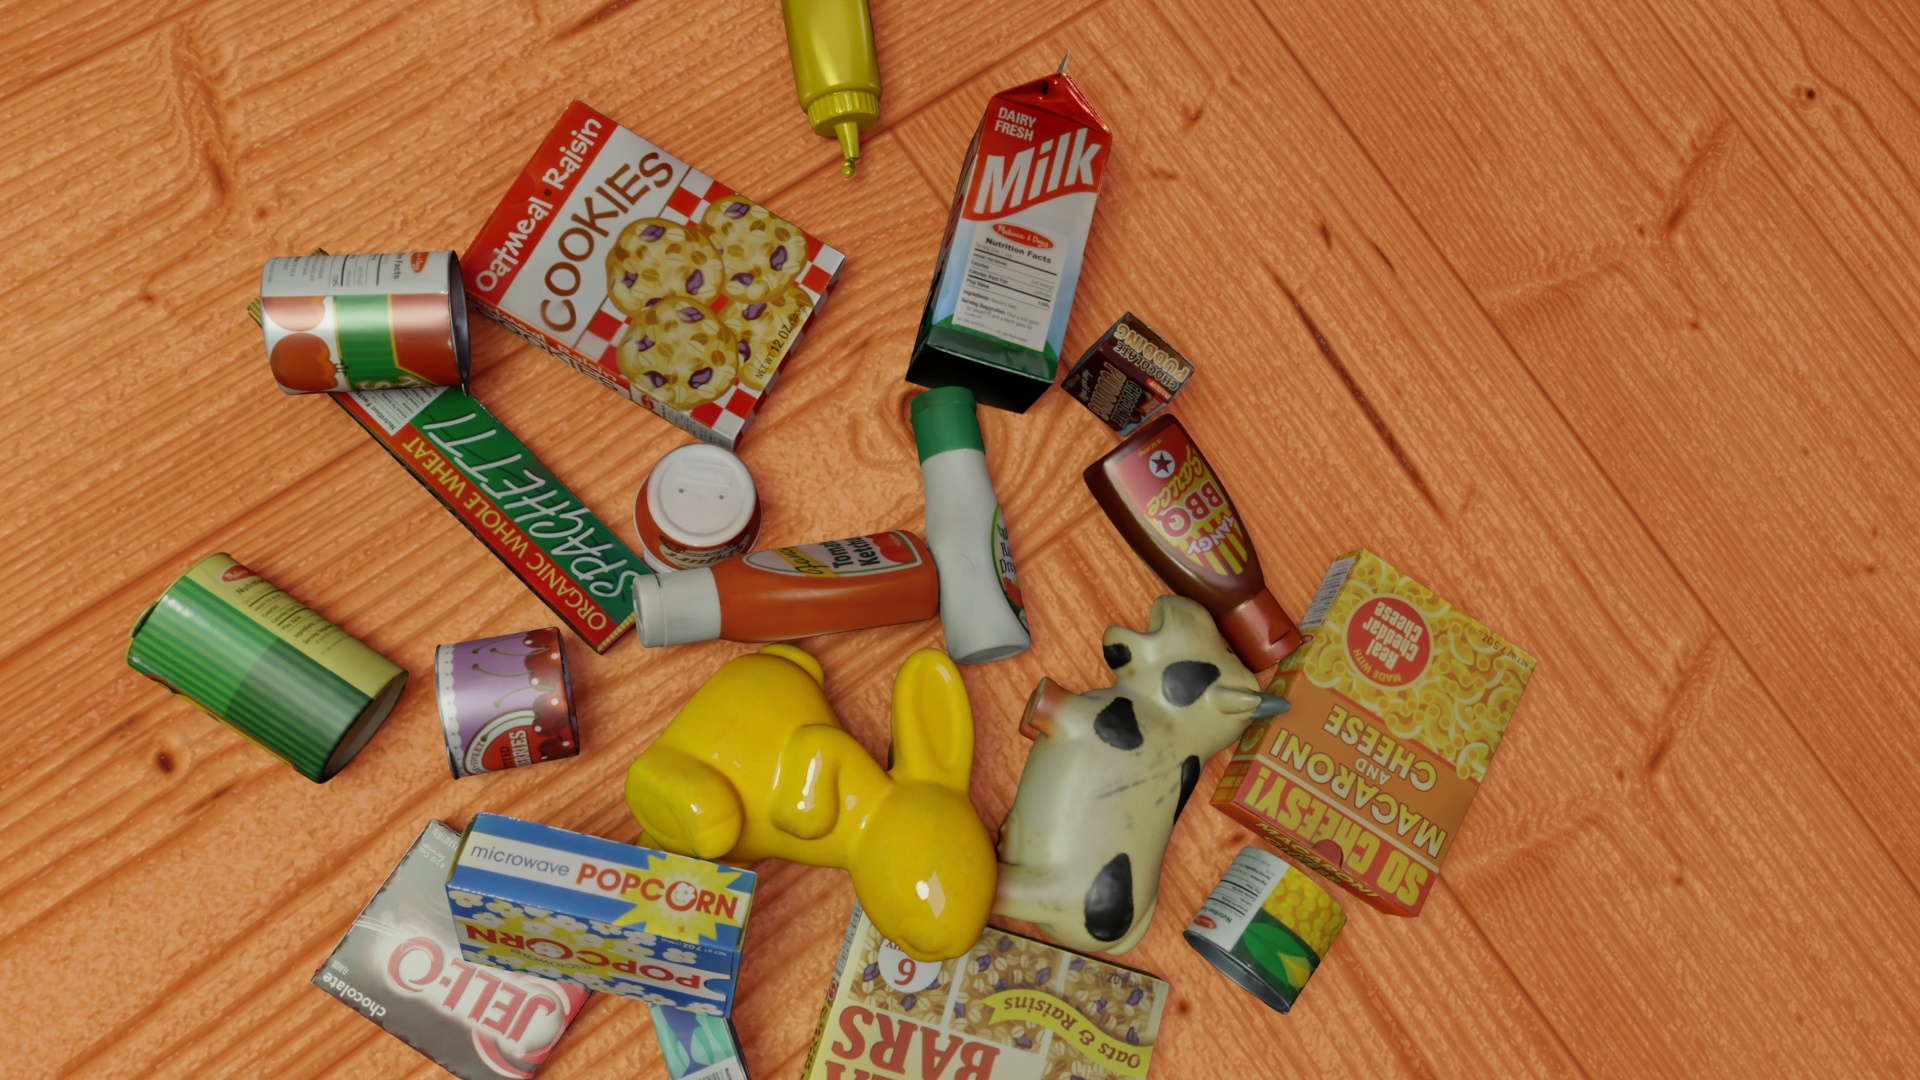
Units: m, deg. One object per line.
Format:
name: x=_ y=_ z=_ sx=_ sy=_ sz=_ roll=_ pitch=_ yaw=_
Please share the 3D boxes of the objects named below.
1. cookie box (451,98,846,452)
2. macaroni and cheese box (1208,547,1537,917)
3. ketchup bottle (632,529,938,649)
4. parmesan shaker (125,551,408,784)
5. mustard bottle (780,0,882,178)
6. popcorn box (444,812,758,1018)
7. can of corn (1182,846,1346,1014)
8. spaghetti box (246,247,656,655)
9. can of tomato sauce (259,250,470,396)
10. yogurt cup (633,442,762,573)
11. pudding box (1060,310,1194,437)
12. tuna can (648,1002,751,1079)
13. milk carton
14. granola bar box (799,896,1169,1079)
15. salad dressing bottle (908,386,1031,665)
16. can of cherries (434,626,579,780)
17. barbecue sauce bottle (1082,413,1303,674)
cookie box: x=-0.165 y=-0.141 z=0.745 sx=0.167 sy=0.040 sz=0.123 roll=30 pitch=75 yaw=-5
macaroni and cheese box: x=0.233 y=0.107 z=0.782 sx=0.124 sy=0.040 sz=0.167 roll=32 pitch=75 yaw=-4
ketchup bottle: x=-0.090 y=0.027 z=0.709 sx=0.149 sy=0.065 sz=0.043 roll=-8 pitch=113 yaw=-20
parmesan shaker: x=-0.326 y=0.062 z=0.656 sx=0.103 sy=0.071 sz=0.071 roll=35 pitch=75 yaw=-4
mustard bottle: x=-0.073 y=-0.281 z=0.782 sx=0.049 sy=0.065 sz=0.160 roll=-10 pitch=87 yaw=-8
popcorn box: x=-0.157 y=0.167 z=0.615 sx=0.127 sy=0.084 sz=0.038 roll=14 pitch=50 yaw=-3
can of corn: x=0.163 y=0.206 z=0.736 sx=0.071 sy=0.071 sz=0.058 roll=40 pitch=74 yaw=-2
spaghetti box: x=-0.255 y=-0.043 z=0.713 sx=0.250 sy=0.028 sz=0.050 roll=45 pitch=74 yaw=-1
can of tomato sauce: x=-0.284 y=-0.103 z=0.669 sx=0.083 sy=0.071 sz=0.071 roll=-5 pitch=81 yaw=-13
yogurt cup: x=-0.135 y=-0.019 z=0.721 sx=0.072 sy=0.054 sz=0.072 roll=2 pitch=79 yaw=-12
pudding box: x=0.091 y=-0.090 z=0.768 sx=0.049 sy=0.083 sz=0.030 roll=39 pitch=78 yaw=-4
tuna can: x=-0.126 y=0.238 z=0.669 sx=0.033 sy=0.071 sz=0.071 roll=-19 pitch=84 yaw=-13
milk carton: x=0.031 y=-0.176 z=0.777 sx=0.073 sy=0.072 sz=0.191 roll=16 pitch=78 yaw=-9
granola bar box: x=0.009 y=0.260 z=0.706 sx=0.165 sy=0.039 sz=0.124 roll=19 pitch=76 yaw=-8
salad dressing bottle: x=0.003 y=-0.009 z=0.747 sx=0.044 sy=0.064 sz=0.148 roll=-14 pitch=74 yaw=9
can of cherries: x=-0.220 y=0.081 z=0.677 sx=0.058 sy=0.071 sz=0.071 roll=-9 pitch=82 yaw=-14
barbecue sauce bottle: x=0.135 y=0.005 z=0.779 sx=0.065 sy=0.043 sz=0.148 roll=-34 pitch=88 yaw=-22
